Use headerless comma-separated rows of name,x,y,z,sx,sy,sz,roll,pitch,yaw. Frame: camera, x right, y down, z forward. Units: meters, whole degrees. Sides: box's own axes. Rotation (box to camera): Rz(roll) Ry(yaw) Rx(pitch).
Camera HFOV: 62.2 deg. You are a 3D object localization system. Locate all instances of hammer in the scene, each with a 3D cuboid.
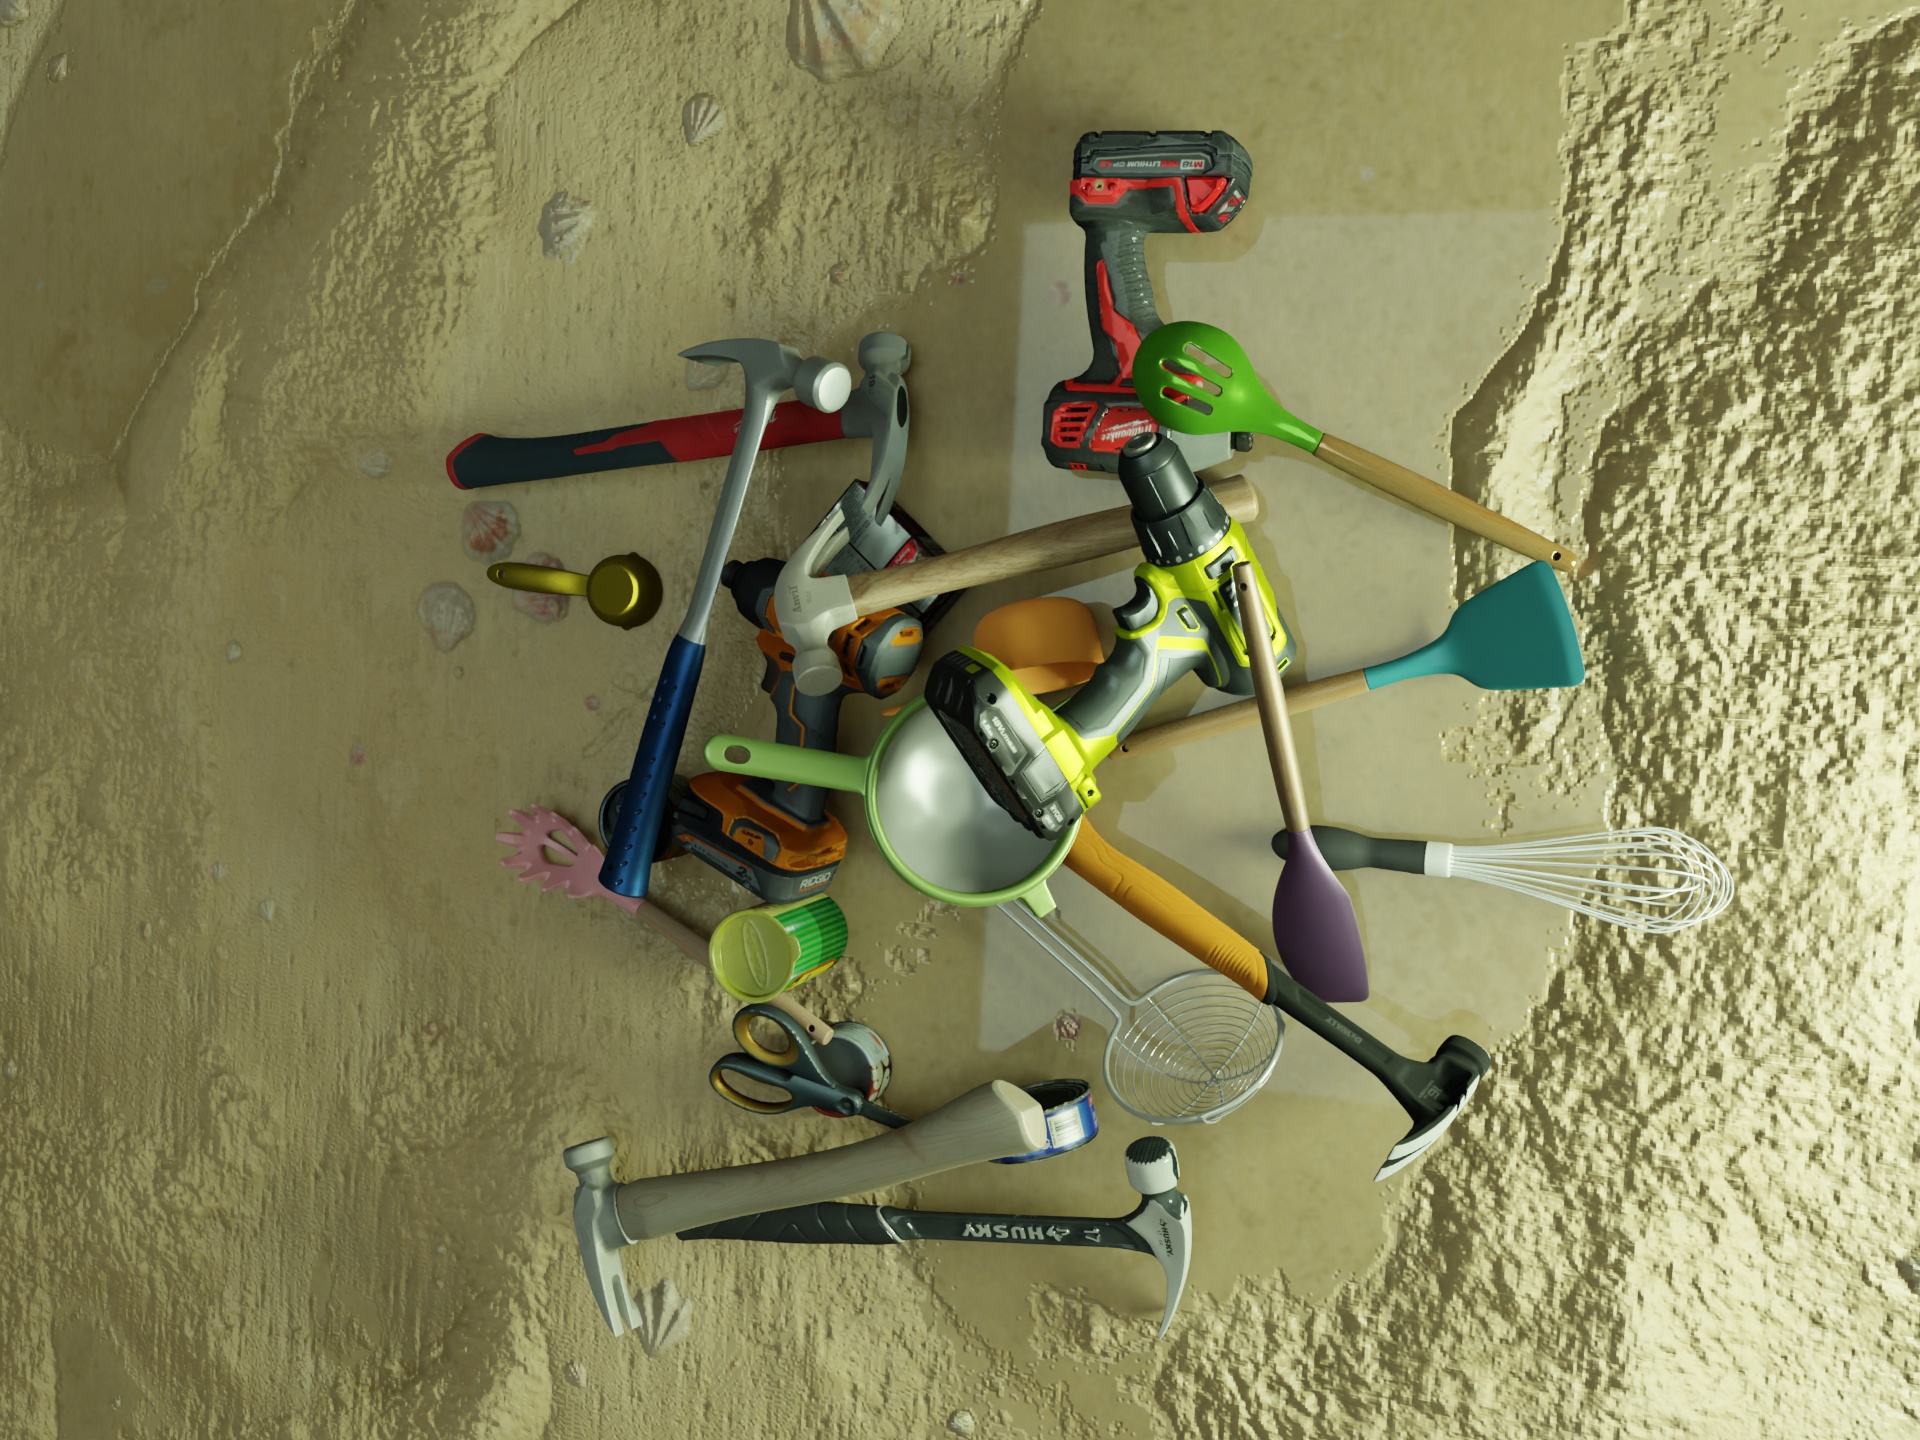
hammer,-0.118,0.339,1.138,0.410,0.038,0.146,-21,80,28
hammer,-0.189,-0.070,1.120,0.144,0.035,0.405,27,105,36
hammer,0.037,-0.113,1.070,0.331,0.031,0.130,-15,55,-4
hammer,0.176,0.161,1.051,0.337,0.127,0.034,35,131,25
hammer,-0.222,-0.196,1.193,0.386,0.038,0.143,-4,68,21
hammer,-0.030,0.371,1.161,0.409,0.036,0.149,-5,109,22

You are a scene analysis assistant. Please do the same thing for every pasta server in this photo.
pasta server,-0.226,0.157,1.211,0.316,0.040,0.060,30,93,21

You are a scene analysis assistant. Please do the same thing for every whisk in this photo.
whisk,0.343,0.094,1.029,0.285,0.070,0.070,4,93,22

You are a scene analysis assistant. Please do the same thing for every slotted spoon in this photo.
slotted spoon,0.254,-0.169,1.024,0.314,0.031,0.070,26,104,0

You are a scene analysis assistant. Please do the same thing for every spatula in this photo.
spatula,0.244,-0.021,1.061,0.317,0.044,0.082,-17,90,19
spatula,0.214,0.047,1.040,0.060,0.018,0.315,-5,110,29

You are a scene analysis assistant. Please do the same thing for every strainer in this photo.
strainer,-0.047,0.042,1.076,0.256,0.069,0.151,10,84,-11

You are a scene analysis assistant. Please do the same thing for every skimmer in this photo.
skimmer,0.059,0.137,1.104,0.363,0.090,0.127,40,69,16

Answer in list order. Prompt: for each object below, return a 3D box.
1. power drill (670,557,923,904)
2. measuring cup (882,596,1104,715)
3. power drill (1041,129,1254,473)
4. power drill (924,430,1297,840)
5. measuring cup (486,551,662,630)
power drill,-0.131,-0.002,1.147,0.164,0.084,0.226,29,110,26
measuring cup,0.016,-0.044,1.118,0.173,0.095,0.052,-13,78,27
power drill,0.134,-0.276,1.073,0.143,0.078,0.219,7,97,18
power drill,0.094,-0.053,1.013,0.228,0.080,0.190,-40,120,-11
measuring cup,-0.310,-0.108,1.247,0.156,0.029,0.062,8,95,16
